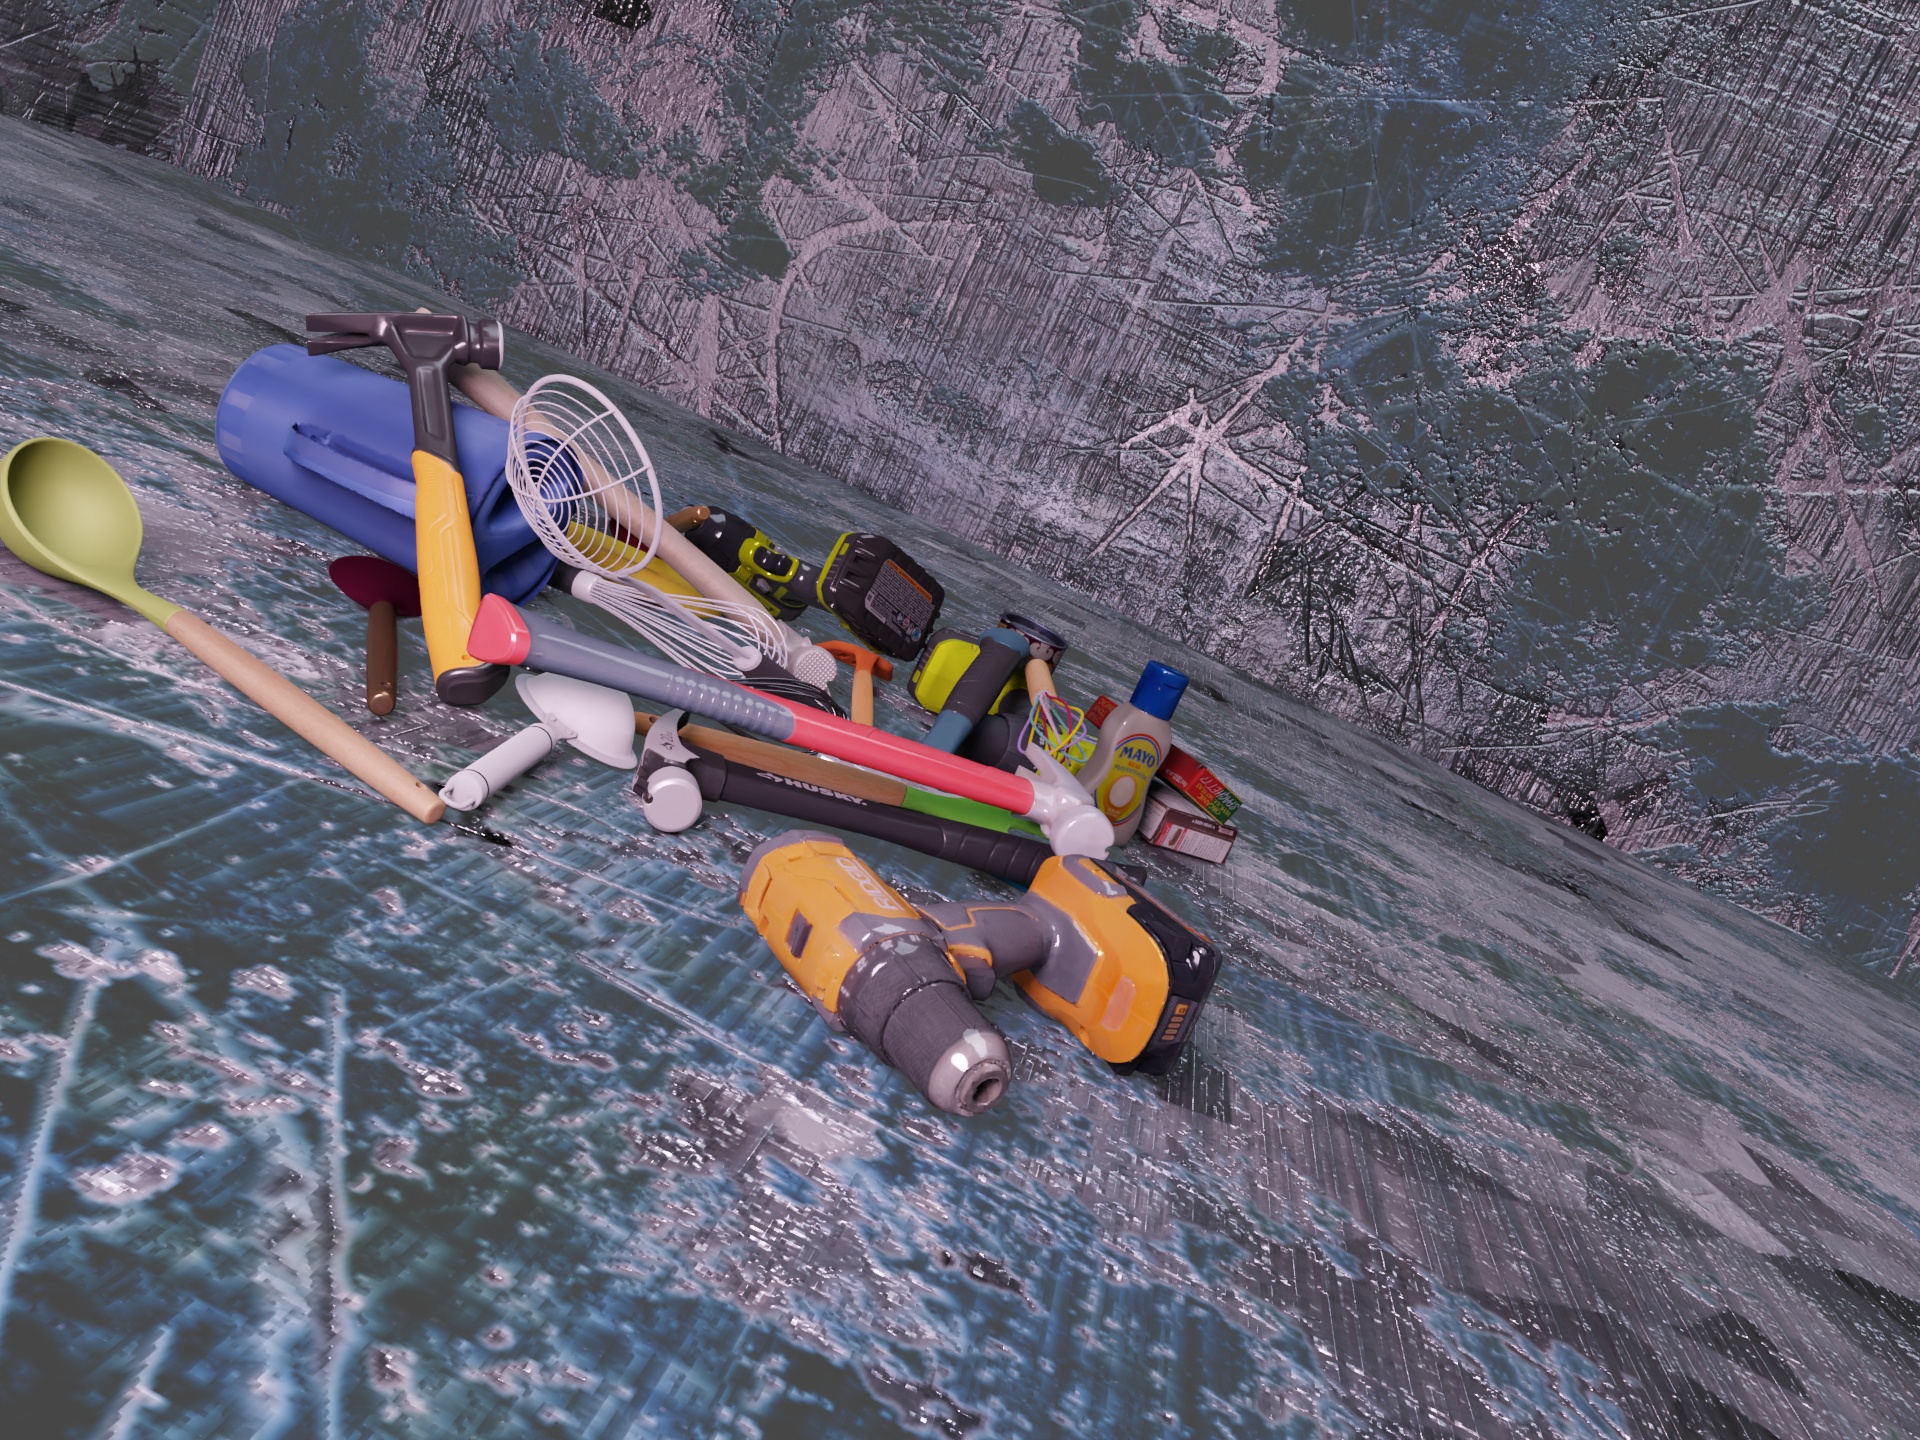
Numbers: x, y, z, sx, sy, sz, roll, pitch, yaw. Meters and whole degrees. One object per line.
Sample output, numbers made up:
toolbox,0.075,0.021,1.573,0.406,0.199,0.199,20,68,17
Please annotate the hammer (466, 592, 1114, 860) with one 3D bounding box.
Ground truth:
hammer,-0.097,-0.002,0.948,0.386,0.038,0.143,19,13,-21

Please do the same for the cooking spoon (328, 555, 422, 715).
cooking spoon,-0.351,-0.059,0.966,0.068,0.017,0.319,19,12,-25

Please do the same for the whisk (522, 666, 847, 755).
whisk,-0.188,-0.020,1.076,0.238,0.055,0.055,15,14,-23

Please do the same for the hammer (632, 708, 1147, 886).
hammer,-0.035,0.064,0.974,0.334,0.035,0.146,16,14,-18

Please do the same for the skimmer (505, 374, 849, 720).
skimmer,-0.168,-0.094,1.076,0.127,0.090,0.362,13,-16,36

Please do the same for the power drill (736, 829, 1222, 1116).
power drill,0.024,0.125,0.774,0.226,0.084,0.186,10,18,-38

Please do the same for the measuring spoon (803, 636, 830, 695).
measuring spoon,-0.125,-0.037,1.345,0.018,0.034,0.124,-17,27,-7

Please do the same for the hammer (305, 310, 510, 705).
hammer,-0.334,-0.143,0.994,0.127,0.034,0.337,-3,51,-23

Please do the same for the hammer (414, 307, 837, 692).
hammer,-0.265,-0.168,1.247,0.410,0.038,0.146,42,-3,-27

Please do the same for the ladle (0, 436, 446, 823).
ladle,-0.366,-0.046,0.788,0.320,0.062,0.078,32,13,19

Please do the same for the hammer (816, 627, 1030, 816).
hammer,-0.002,-0.004,1.212,0.128,0.033,0.331,26,27,4

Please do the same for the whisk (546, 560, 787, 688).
whisk,-0.258,-0.092,1.220,0.285,0.070,0.070,22,10,14

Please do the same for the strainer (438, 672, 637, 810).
strainer,-0.227,0.009,0.873,0.087,0.050,0.258,39,14,-4

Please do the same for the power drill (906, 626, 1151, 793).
power drill,0.040,0.000,1.383,0.190,0.080,0.229,19,15,-29

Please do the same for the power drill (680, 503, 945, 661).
power drill,-0.141,-0.132,1.436,0.223,0.080,0.171,17,-13,36

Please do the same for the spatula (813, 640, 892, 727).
spatula,-0.086,-0.021,1.347,0.081,0.041,0.323,24,15,-11

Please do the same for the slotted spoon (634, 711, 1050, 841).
slotted spoon,-0.062,0.043,1.035,0.313,0.031,0.070,16,42,-11

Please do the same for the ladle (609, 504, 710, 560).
ladle,-0.257,-0.169,1.394,0.069,0.031,0.315,37,-10,-18

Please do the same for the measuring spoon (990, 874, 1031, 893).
measuring spoon,0.048,0.119,1.018,0.042,0.021,0.129,11,8,-40

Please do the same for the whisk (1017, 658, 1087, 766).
whisk,0.072,-0.012,1.269,0.051,0.047,0.245,20,15,-6
